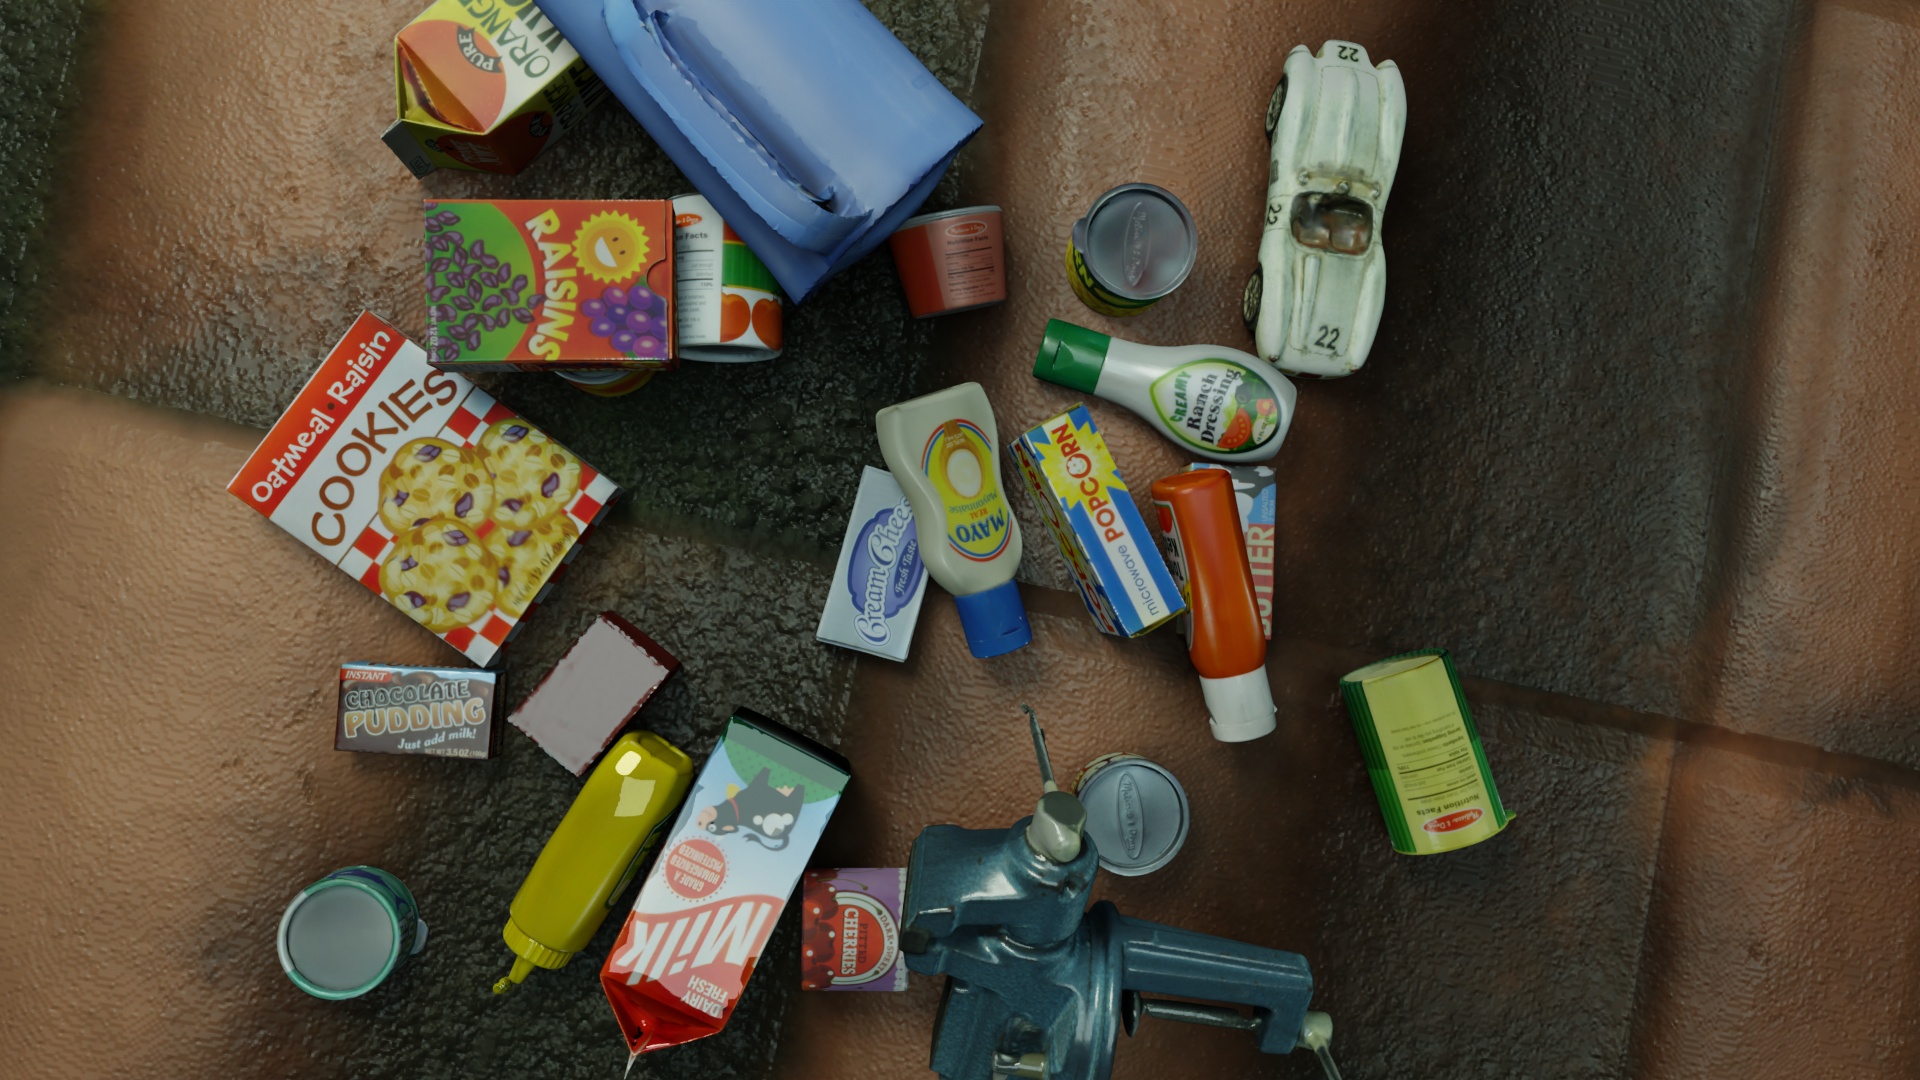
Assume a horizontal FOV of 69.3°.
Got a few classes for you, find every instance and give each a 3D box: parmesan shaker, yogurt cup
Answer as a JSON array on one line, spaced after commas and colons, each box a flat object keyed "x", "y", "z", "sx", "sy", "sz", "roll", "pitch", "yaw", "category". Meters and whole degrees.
[{"x": 0.268, "y": 0.119, "z": 0.800, "sx": 0.071, "sy": 0.071, "sz": 0.103, "roll": -18, "pitch": 89, "yaw": -6, "category": "parmesan shaker"}, {"x": -0.005, "y": -0.157, "z": 0.789, "sx": 0.072, "sy": 0.072, "sz": 0.054, "roll": -11, "pitch": 97, "yaw": -6, "category": "yogurt cup"}]

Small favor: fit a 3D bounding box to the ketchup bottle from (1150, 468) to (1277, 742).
[{"x": 0.143, "y": 0.036, "z": 0.771, "sx": 0.043, "sy": 0.065, "sz": 0.148, "roll": -14, "pitch": 97, "yaw": 1, "category": "ketchup bottle"}]

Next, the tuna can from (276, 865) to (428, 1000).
[{"x": -0.330, "y": 0.214, "z": 0.755, "sx": 0.071, "sy": 0.033, "sz": 0.071, "roll": 0, "pitch": 87, "yaw": -5, "category": "tuna can"}]

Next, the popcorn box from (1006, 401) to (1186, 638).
[{"x": 0.074, "y": -0.009, "z": 0.778, "sx": 0.038, "sy": 0.085, "sz": 0.126, "roll": -27, "pitch": 91, "yaw": -5, "category": "popcorn box"}]

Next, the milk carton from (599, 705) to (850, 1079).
[{"x": -0.134, "y": 0.193, "z": 0.755, "sx": 0.073, "sy": 0.072, "sz": 0.190, "roll": 27, "pitch": 85, "yaw": -4, "category": "milk carton"}]

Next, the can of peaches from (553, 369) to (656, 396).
[{"x": -0.202, "y": -0.115, "z": 0.770, "sx": 0.071, "sy": 0.058, "sz": 0.071, "roll": 0, "pitch": 88, "yaw": -5, "category": "can of peaches"}]

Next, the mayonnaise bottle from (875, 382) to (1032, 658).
[{"x": 0.003, "y": -0.010, "z": 0.771, "sx": 0.065, "sy": 0.041, "sz": 0.148, "roll": -21, "pitch": 98, "yaw": -26, "category": "mayonnaise bottle"}]

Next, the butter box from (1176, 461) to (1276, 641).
[{"x": 0.156, "y": 0.007, "z": 0.816, "sx": 0.053, "sy": 0.024, "sz": 0.103, "roll": 2, "pitch": 87, "yaw": -5, "category": "butter box"}]

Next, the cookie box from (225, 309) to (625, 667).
[{"x": -0.292, "y": -0.028, "z": 0.767, "sx": 0.167, "sy": 0.040, "sz": 0.123, "roll": 36, "pitch": 85, "yaw": -4, "category": "cookie box"}]

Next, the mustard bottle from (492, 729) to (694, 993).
[{"x": -0.205, "y": 0.180, "z": 0.756, "sx": 0.049, "sy": 0.065, "sz": 0.160, "roll": 33, "pitch": 91, "yaw": 2, "category": "mustard bottle"}]

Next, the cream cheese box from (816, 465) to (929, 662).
[{"x": -0.043, "y": 0.014, "z": 0.796, "sx": 0.053, "sy": 0.024, "sz": 0.104, "roll": 16, "pitch": 86, "yaw": -4, "category": "cream cheese box"}]

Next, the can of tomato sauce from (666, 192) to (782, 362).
[{"x": -0.131, "y": -0.145, "z": 0.776, "sx": 0.071, "sy": 0.071, "sz": 0.083, "roll": 0, "pitch": 88, "yaw": -5, "category": "can of tomato sauce"}]

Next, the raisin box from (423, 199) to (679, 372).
[{"x": -0.210, "y": -0.132, "z": 0.720, "sx": 0.123, "sy": 0.040, "sz": 0.086, "roll": -1, "pitch": 87, "yaw": -6, "category": "raisin box"}]

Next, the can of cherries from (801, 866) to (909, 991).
[{"x": -0.058, "y": 0.213, "z": 0.762, "sx": 0.058, "sy": 0.071, "sz": 0.071, "roll": 2, "pitch": 88, "yaw": -5, "category": "can of cherries"}]

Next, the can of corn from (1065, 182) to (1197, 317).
[{"x": 0.094, "y": -0.166, "z": 0.801, "sx": 0.071, "sy": 0.058, "sz": 0.071, "roll": 0, "pitch": 88, "yaw": -5, "category": "can of corn"}]

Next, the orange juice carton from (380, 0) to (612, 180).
[{"x": -0.236, "y": -0.273, "z": 0.767, "sx": 0.193, "sy": 0.072, "sz": 0.073, "roll": -43, "pitch": 92, "yaw": -6, "category": "orange juice carton"}]

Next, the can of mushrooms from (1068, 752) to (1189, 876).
[{"x": 0.093, "y": 0.156, "z": 0.798, "sx": 0.071, "sy": 0.033, "sz": 0.071, "roll": 0, "pitch": 88, "yaw": -6, "category": "can of mushrooms"}]

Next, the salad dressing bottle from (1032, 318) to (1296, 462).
[{"x": 0.116, "y": -0.089, "z": 0.801, "sx": 0.148, "sy": 0.044, "sz": 0.064, "roll": 18, "pitch": 106, "yaw": 3, "category": "salad dressing bottle"}]

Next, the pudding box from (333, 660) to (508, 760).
[{"x": -0.296, "y": 0.093, "z": 0.765, "sx": 0.084, "sy": 0.030, "sz": 0.049, "roll": 5, "pitch": 86, "yaw": -5, "category": "pudding box"}]
